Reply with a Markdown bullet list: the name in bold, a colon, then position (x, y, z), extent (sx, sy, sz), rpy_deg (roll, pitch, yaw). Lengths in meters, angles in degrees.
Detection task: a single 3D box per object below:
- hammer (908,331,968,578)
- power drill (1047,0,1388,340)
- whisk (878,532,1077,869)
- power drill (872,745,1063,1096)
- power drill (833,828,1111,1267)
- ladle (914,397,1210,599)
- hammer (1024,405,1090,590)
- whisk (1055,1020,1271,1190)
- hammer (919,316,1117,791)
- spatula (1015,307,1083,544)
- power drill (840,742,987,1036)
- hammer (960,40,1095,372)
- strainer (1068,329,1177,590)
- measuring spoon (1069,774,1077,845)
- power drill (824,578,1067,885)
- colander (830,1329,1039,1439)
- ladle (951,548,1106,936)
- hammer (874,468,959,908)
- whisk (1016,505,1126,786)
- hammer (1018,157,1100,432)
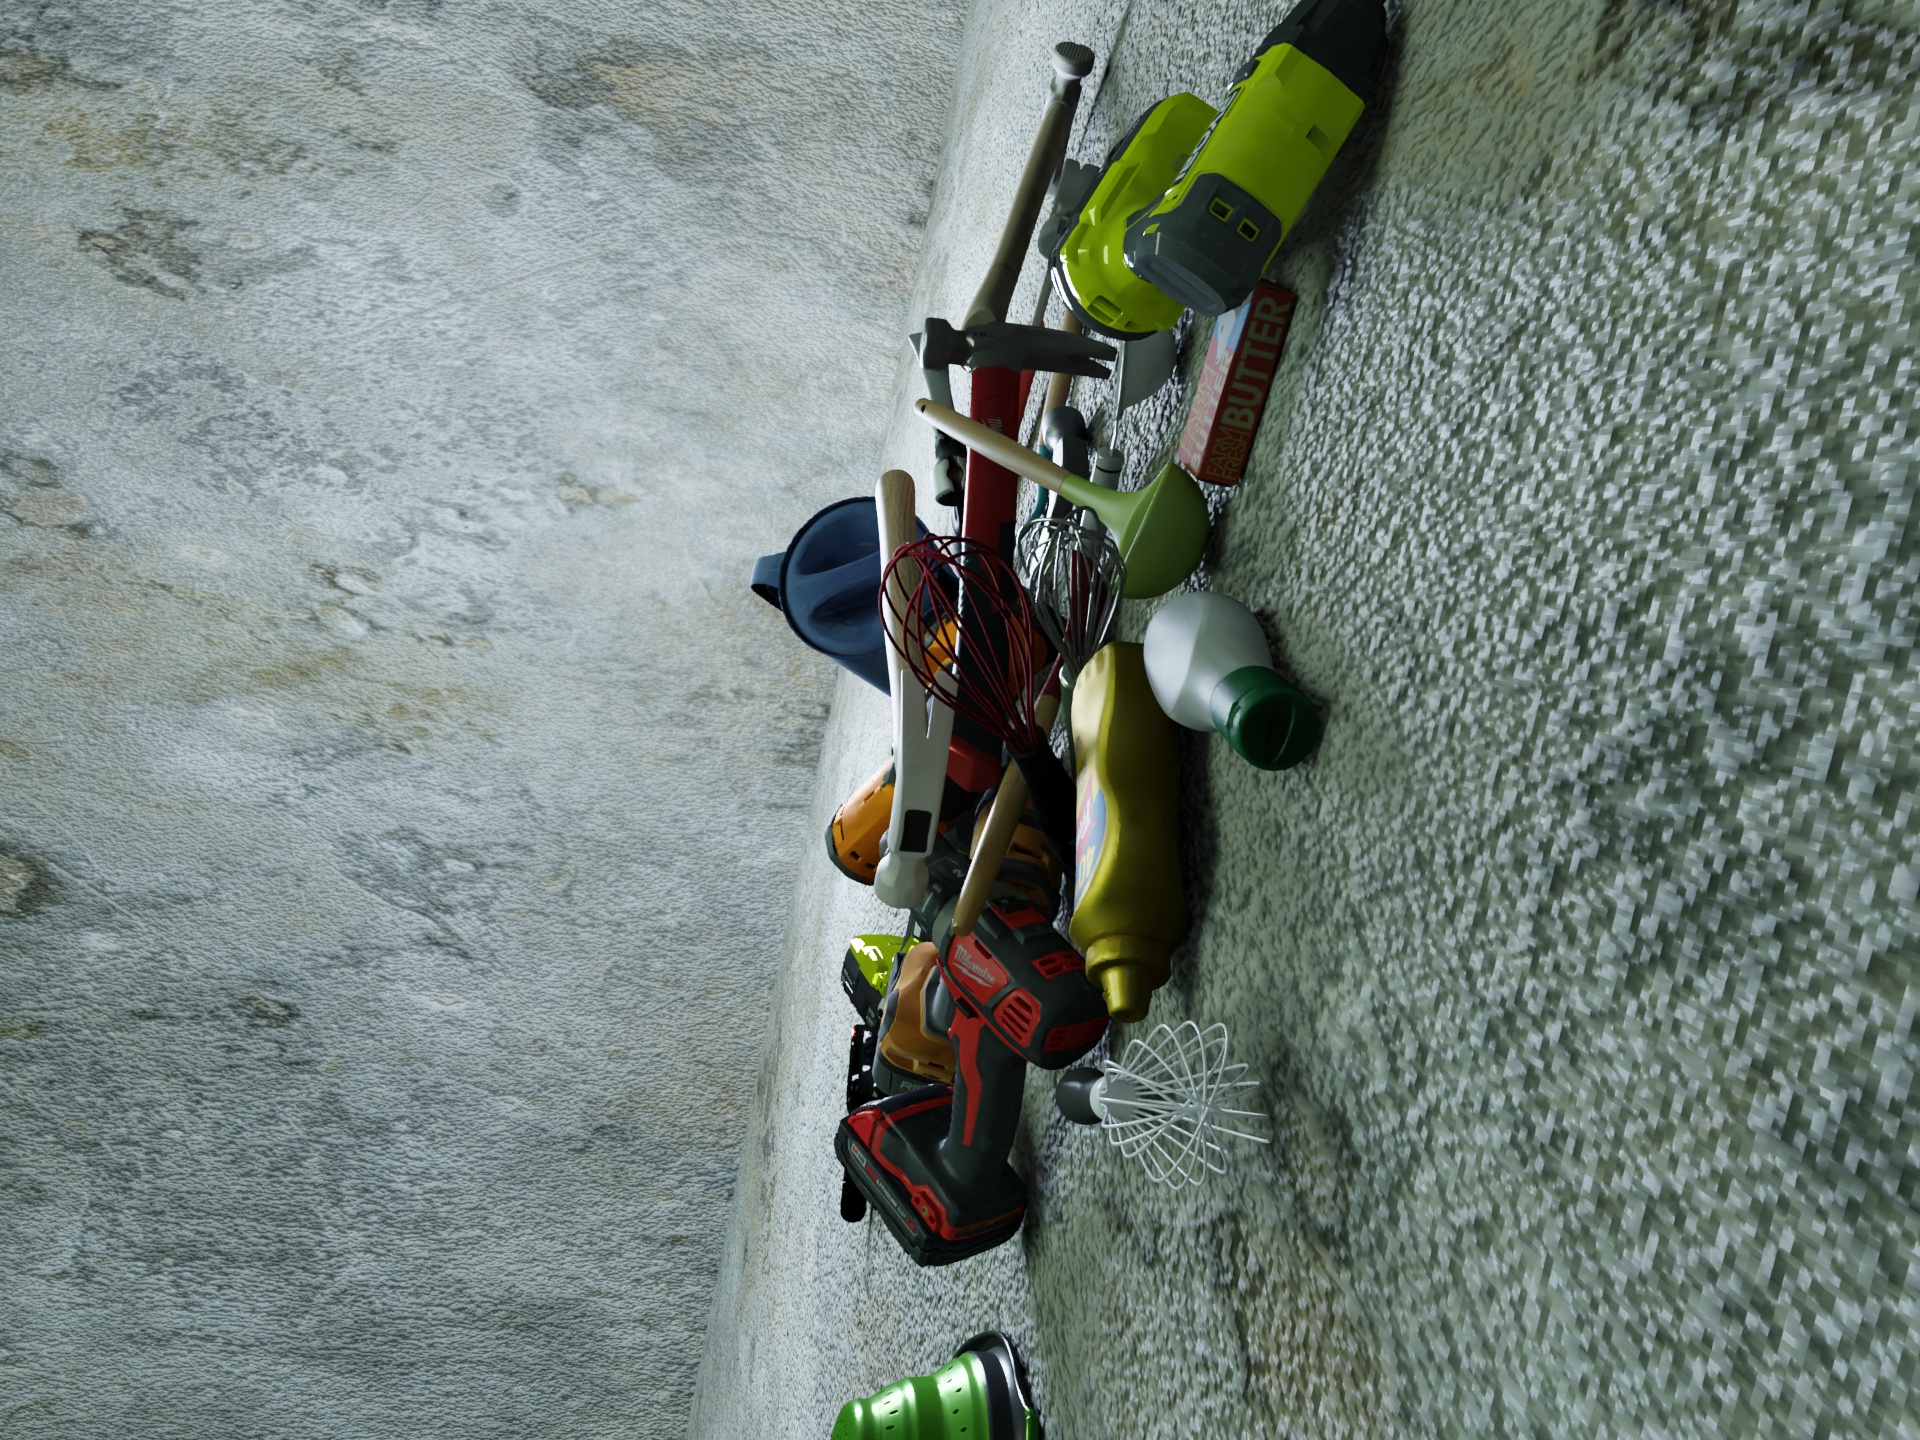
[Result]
- **hammer**: position (-0.003, -0.182, 1.354), extent (0.408, 0.036, 0.149), rpy_deg (78, -178, -74)
- **power drill**: position (0.131, -0.279, 0.811), extent (0.171, 0.080, 0.223), rpy_deg (-58, 13, -1)
- **whisk**: position (0.028, 0.000, 0.854), extent (0.295, 0.073, 0.073), rpy_deg (60, -154, -49)
- **power drill**: position (0.014, 0.133, 1.094), extent (0.185, 0.084, 0.226), rpy_deg (-80, 10, -58)
- **power drill**: position (-0.007, 0.189, 0.955), extent (0.188, 0.080, 0.226), rpy_deg (43, 128, 40)
- **ladle**: position (0.043, -0.153, 0.959), extent (0.320, 0.062, 0.078), rpy_deg (40, 110, 50)
- **hammer**: position (0.035, -0.045, 1.288), extent (0.144, 0.035, 0.405), rpy_deg (-91, 15, -51)
- **whisk**: position (0.080, 0.177, 0.738), extent (0.284, 0.070, 0.070), rpy_deg (117, 162, -76)
- **hammer**: position (0.034, -0.123, 1.063), extent (0.038, 0.143, 0.387), rpy_deg (103, 172, -55)
- **spatula**: position (0.066, -0.254, 1.316), extent (0.082, 0.044, 0.317), rpy_deg (-41, -36, -85)
- **power drill**: position (-0.030, 0.124, 1.282), extent (0.191, 0.080, 0.228), rpy_deg (-141, 62, -64)
- **hammer**: position (0.051, -0.416, 1.348), extent (0.146, 0.038, 0.411), rpy_deg (105, -179, -49)
- **strainer**: position (0.101, -0.178, 1.039), extent (0.087, 0.050, 0.258), rpy_deg (-80, 1, -52)
- **measuring spoon**: position (0.082, 0.031, 1.002), extent (0.042, 0.021, 0.128), rpy_deg (-30, -56, -75)
- **power drill**: position (-0.002, -0.004, 1.111), extent (0.164, 0.084, 0.227), rpy_deg (-43, 15, 45)
- **colander**: position (-0.049, 0.495, 1.000), extent (0.397, 0.094, 0.205), rpy_deg (118, 160, -61)
- **ladle**: position (0.046, 0.006, 0.969), extent (0.069, 0.031, 0.316), rpy_deg (79, -155, -43)
- **hammer**: position (-0.034, -0.051, 0.978), extent (0.332, 0.031, 0.130), rpy_deg (-96, 14, -47)
- **whisk**: position (0.066, -0.031, 0.882), extent (0.058, 0.059, 0.246), rpy_deg (-61, -22, -28)
- **hammer**: position (0.056, -0.316, 1.432), extent (0.149, 0.036, 0.358), rpy_deg (-74, 0, -46)
